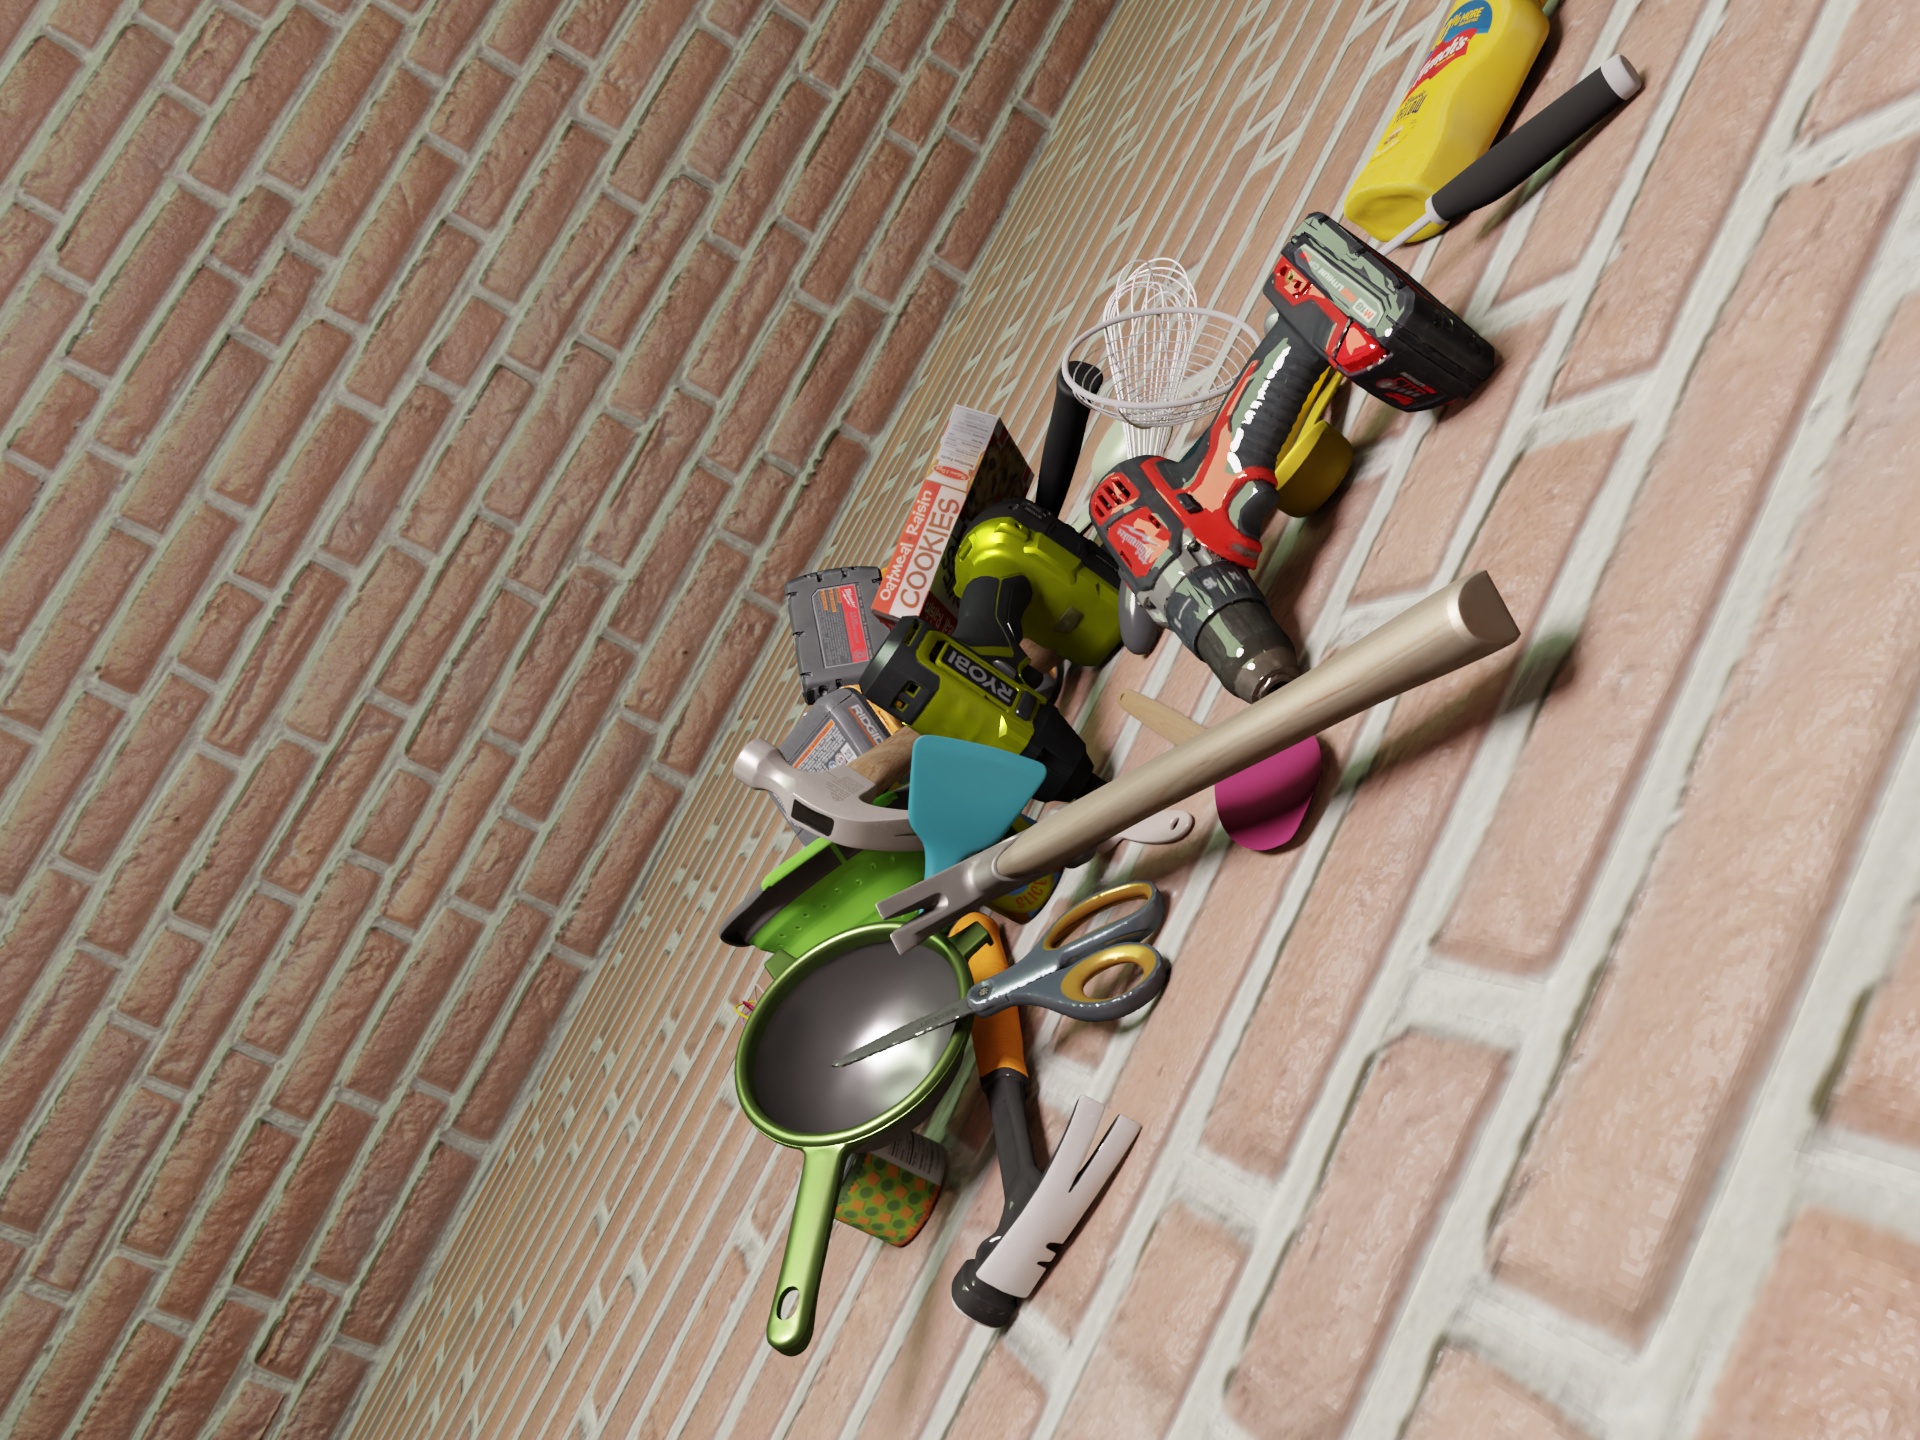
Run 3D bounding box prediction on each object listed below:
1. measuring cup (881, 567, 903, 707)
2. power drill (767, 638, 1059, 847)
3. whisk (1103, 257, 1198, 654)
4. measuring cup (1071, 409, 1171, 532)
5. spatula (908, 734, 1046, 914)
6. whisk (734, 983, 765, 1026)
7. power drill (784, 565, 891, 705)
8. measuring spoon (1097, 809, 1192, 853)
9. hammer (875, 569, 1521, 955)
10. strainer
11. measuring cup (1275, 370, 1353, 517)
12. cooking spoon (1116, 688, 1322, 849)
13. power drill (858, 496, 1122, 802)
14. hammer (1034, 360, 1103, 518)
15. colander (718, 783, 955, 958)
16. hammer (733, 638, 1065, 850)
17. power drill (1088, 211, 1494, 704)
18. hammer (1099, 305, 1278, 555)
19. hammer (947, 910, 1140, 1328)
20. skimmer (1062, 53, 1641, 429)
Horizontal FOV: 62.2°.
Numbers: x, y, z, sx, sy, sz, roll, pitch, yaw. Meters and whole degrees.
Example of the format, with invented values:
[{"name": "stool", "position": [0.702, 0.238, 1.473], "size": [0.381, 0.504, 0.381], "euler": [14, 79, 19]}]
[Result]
[{"name": "measuring cup", "position": [-0.030, -0.047, 1.333], "size": [0.095, 0.173, 0.052], "euler": [-16, 35, 17]}, {"name": "power drill", "position": [-0.045, 0.026, 1.220], "size": [0.226, 0.084, 0.185], "euler": [-21, -20, -46]}, {"name": "whisk", "position": [0.127, -0.185, 1.102], "size": [0.070, 0.070, 0.285], "euler": [159, 116, -70]}, {"name": "measuring cup", "position": [0.117, -0.205, 1.364], "size": [0.167, 0.038, 0.083], "euler": [-44, 21, 45]}, {"name": "spatula", "position": [-0.030, 0.162, 0.985], "size": [0.044, 0.082, 0.317], "euler": [-125, 50, -77]}, {"name": "whisk", "position": [-0.156, 0.273, 1.382], "size": [0.051, 0.047, 0.245], "euler": [-61, 17, -6]}, {"name": "power drill", "position": [-0.093, -0.030, 1.326], "size": [0.219, 0.078, 0.143], "euler": [91, 168, -63]}, {"name": "measuring spoon", "position": [0.101, 0.059, 0.927], "size": [0.034, 0.018, 0.124], "euler": [-63, 14, -13]}, {"name": "hammer", "position": [0.099, 0.029, 0.764], "size": [0.146, 0.038, 0.410], "euler": [-24, -7, -33]}, {"name": "strainer", "position": [-0.057, 0.232, 0.880], "size": [0.151, 0.069, 0.257], "euler": [-12, 43, 23]}, {"name": "measuring cup", "position": [0.224, -0.174, 0.966], "size": [0.062, 0.029, 0.157], "euler": [-49, 6, 45]}, {"name": "cooking spoon", "position": [0.136, 0.012, 0.895], "size": [0.319, 0.017, 0.069], "euler": [-135, 67, -76]}, {"name": "power drill", "position": [0.043, -0.044, 1.075], "size": [0.080, 0.171, 0.223], "euler": [-52, 7, 39]}, {"name": "hammer", "position": [0.066, -0.163, 1.242], "size": [0.334, 0.035, 0.146], "euler": [101, -166, -64]}, {"name": "colander", "position": [-0.065, 0.146, 1.221], "size": [0.204, 0.094, 0.397], "euler": [-35, -8, -7]}, {"name": "hammer", "position": [-0.002, -0.004, 1.102], "size": [0.331, 0.130, 0.031], "euler": [-36, -30, -47]}, {"name": "power drill", "position": [0.177, -0.134, 0.859], "size": [0.226, 0.080, 0.188], "euler": [-52, 43, 24]}, {"name": "hammer", "position": [0.145, -0.157, 1.184], "size": [0.331, 0.033, 0.128], "euler": [-49, 16, 40]}, {"name": "hammer", "position": [0.026, 0.187, 0.905], "size": [0.127, 0.034, 0.337], "euler": [-58, 13, 13]}, {"name": "skimmer", "position": [0.214, -0.285, 0.941], "size": [0.363, 0.090, 0.127], "euler": [-32, 23, 42]}]
